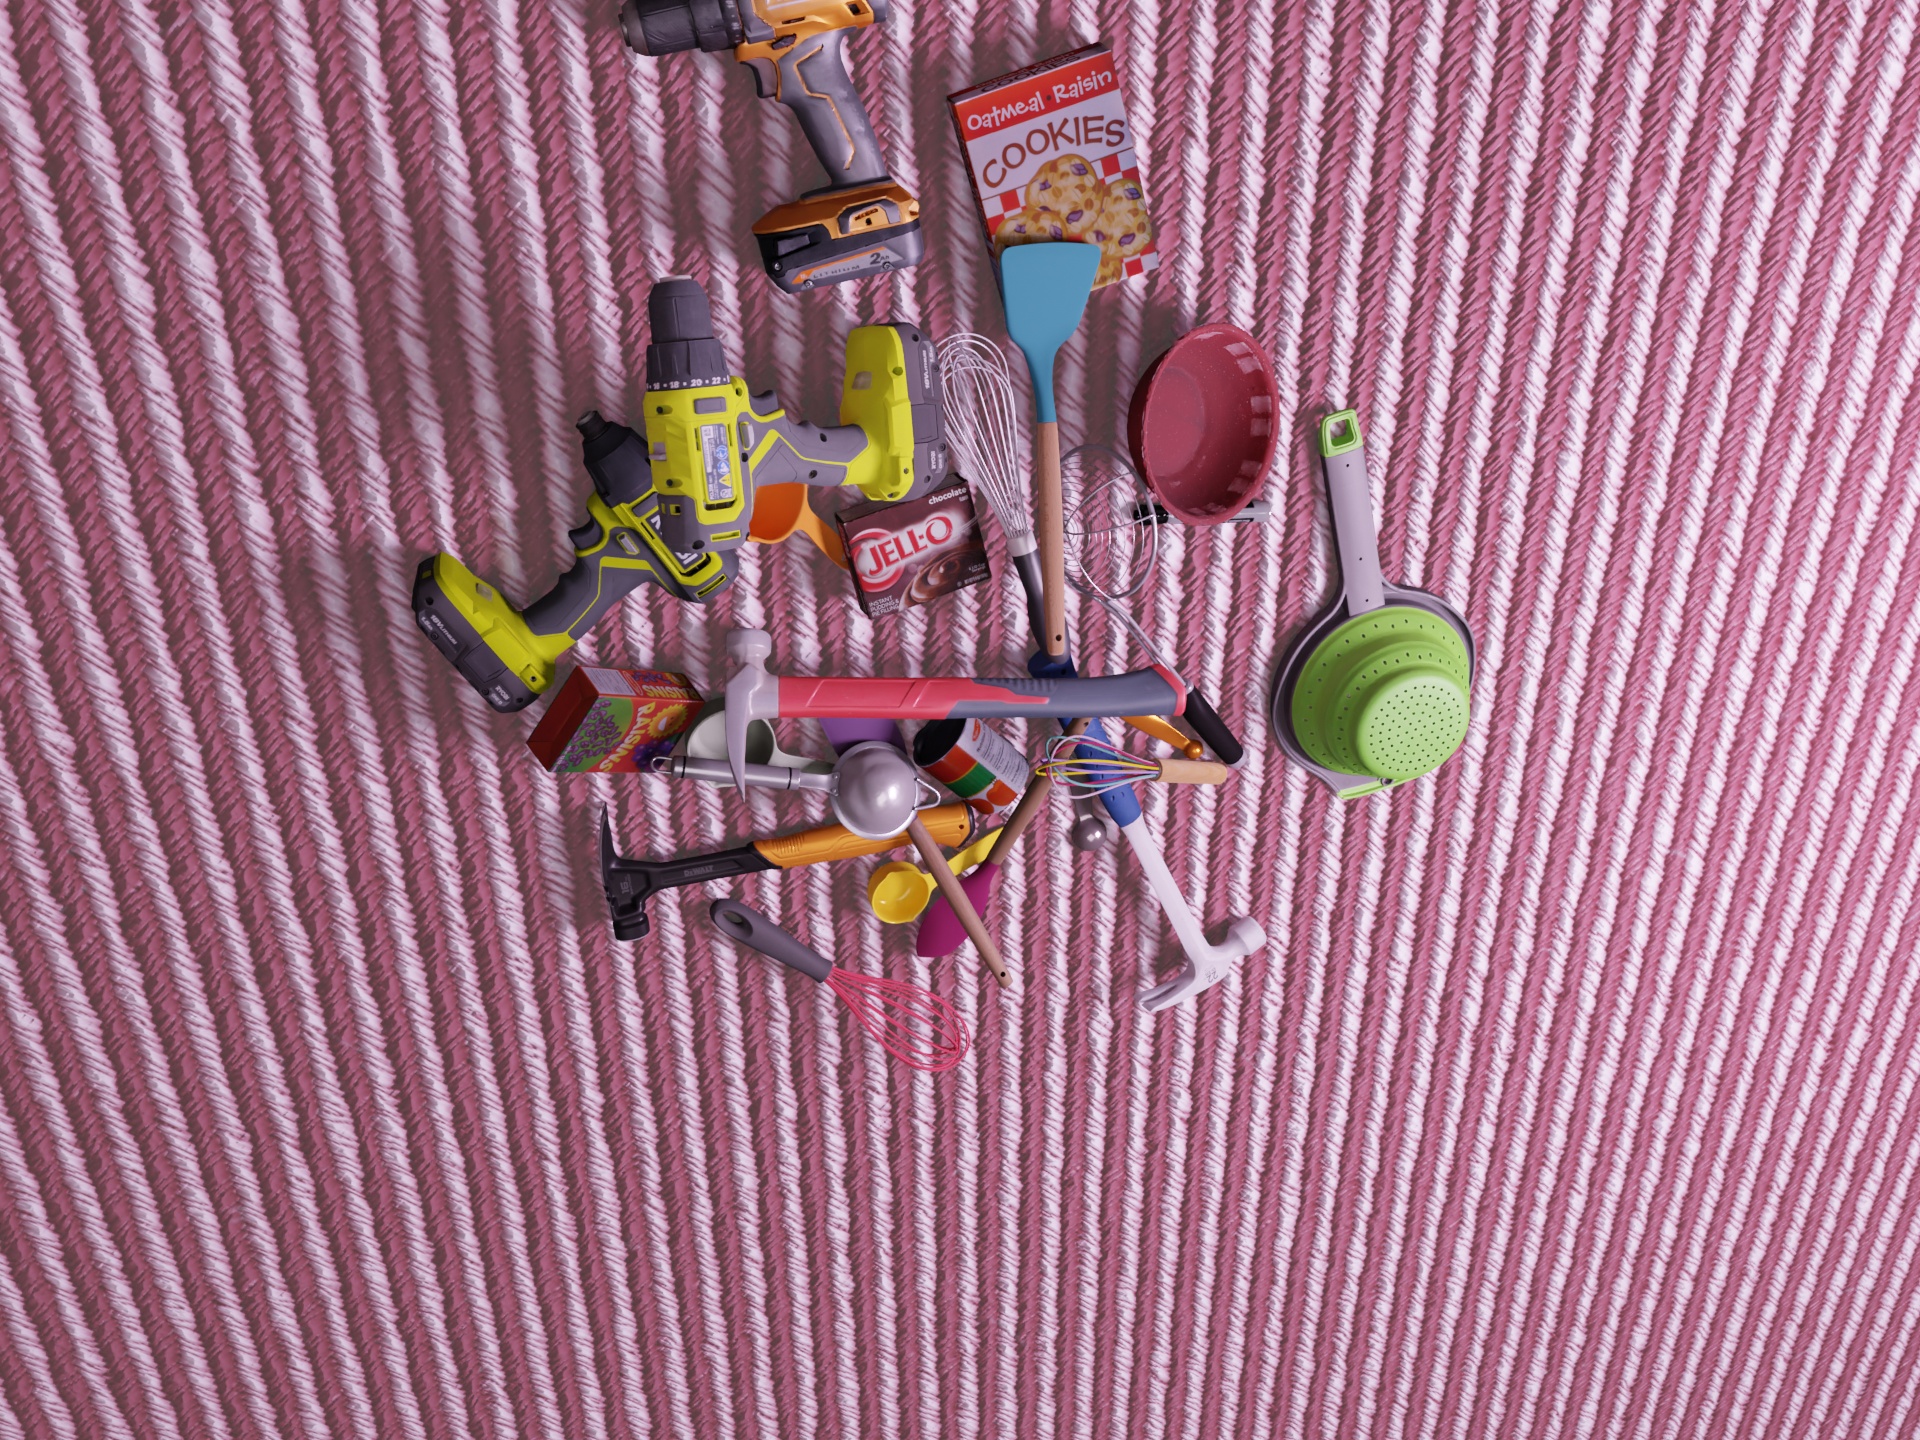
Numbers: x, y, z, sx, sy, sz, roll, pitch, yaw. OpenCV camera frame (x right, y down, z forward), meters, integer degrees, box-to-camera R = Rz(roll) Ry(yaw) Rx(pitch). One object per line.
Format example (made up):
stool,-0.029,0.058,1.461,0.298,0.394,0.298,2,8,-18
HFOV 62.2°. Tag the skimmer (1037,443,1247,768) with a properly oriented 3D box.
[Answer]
skimmer,0.180,-0.087,1.384,0.090,0.127,0.362,-56,131,-15

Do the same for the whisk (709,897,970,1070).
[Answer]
whisk,-0.111,0.246,1.502,0.295,0.073,0.073,34,106,-19

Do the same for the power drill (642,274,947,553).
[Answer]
power drill,-0.127,-0.233,1.173,0.228,0.080,0.190,-14,107,-35

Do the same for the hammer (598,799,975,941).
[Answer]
hammer,-0.152,0.109,1.427,0.337,0.034,0.127,-10,113,-10

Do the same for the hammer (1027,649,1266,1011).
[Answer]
hammer,0.158,0.103,1.484,0.144,0.035,0.405,-36,118,-12

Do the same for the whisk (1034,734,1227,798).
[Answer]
whisk,0.155,0.043,1.418,0.244,0.051,0.047,4,134,-44

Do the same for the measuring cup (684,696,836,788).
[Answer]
measuring cup,-0.161,0.027,1.386,0.167,0.038,0.083,17,112,-29

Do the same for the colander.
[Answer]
colander,0.375,-0.081,1.415,0.204,0.095,0.396,-19,120,-3

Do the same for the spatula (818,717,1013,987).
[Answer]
spatula,-0.031,0.109,1.424,0.060,0.018,0.315,-32,104,-12

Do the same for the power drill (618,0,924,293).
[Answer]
power drill,-0.128,-0.426,1.131,0.185,0.084,0.226,-14,116,-3

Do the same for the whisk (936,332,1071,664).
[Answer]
whisk,0.040,-0.174,1.282,0.070,0.070,0.284,-21,110,-1

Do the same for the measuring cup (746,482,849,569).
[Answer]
measuring cup,-0.148,-0.166,1.277,0.173,0.052,0.095,41,62,-53

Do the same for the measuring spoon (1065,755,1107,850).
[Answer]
measuring spoon,0.115,0.073,1.480,0.034,0.018,0.124,-15,120,-5

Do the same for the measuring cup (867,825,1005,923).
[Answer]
measuring cup,-0.017,0.134,1.485,0.156,0.029,0.062,-30,123,-10

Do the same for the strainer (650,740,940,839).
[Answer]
strainer,-0.135,0.052,1.355,0.258,0.050,0.087,7,80,-16

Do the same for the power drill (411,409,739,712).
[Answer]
power drill,-0.310,-0.124,1.250,0.223,0.080,0.171,-35,120,2

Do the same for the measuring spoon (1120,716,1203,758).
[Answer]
measuring spoon,0.180,0.007,1.465,0.116,0.011,0.021,29,107,-25

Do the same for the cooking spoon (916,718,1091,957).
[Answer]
cooking spoon,0.042,0.109,1.452,0.068,0.017,0.318,4,128,-38

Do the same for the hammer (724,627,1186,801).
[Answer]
hammer,-0.002,-0.004,1.331,0.386,0.038,0.143,0,73,-6

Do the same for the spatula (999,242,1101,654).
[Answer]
spatula,0.071,-0.207,1.244,0.082,0.044,0.317,-7,101,-19
